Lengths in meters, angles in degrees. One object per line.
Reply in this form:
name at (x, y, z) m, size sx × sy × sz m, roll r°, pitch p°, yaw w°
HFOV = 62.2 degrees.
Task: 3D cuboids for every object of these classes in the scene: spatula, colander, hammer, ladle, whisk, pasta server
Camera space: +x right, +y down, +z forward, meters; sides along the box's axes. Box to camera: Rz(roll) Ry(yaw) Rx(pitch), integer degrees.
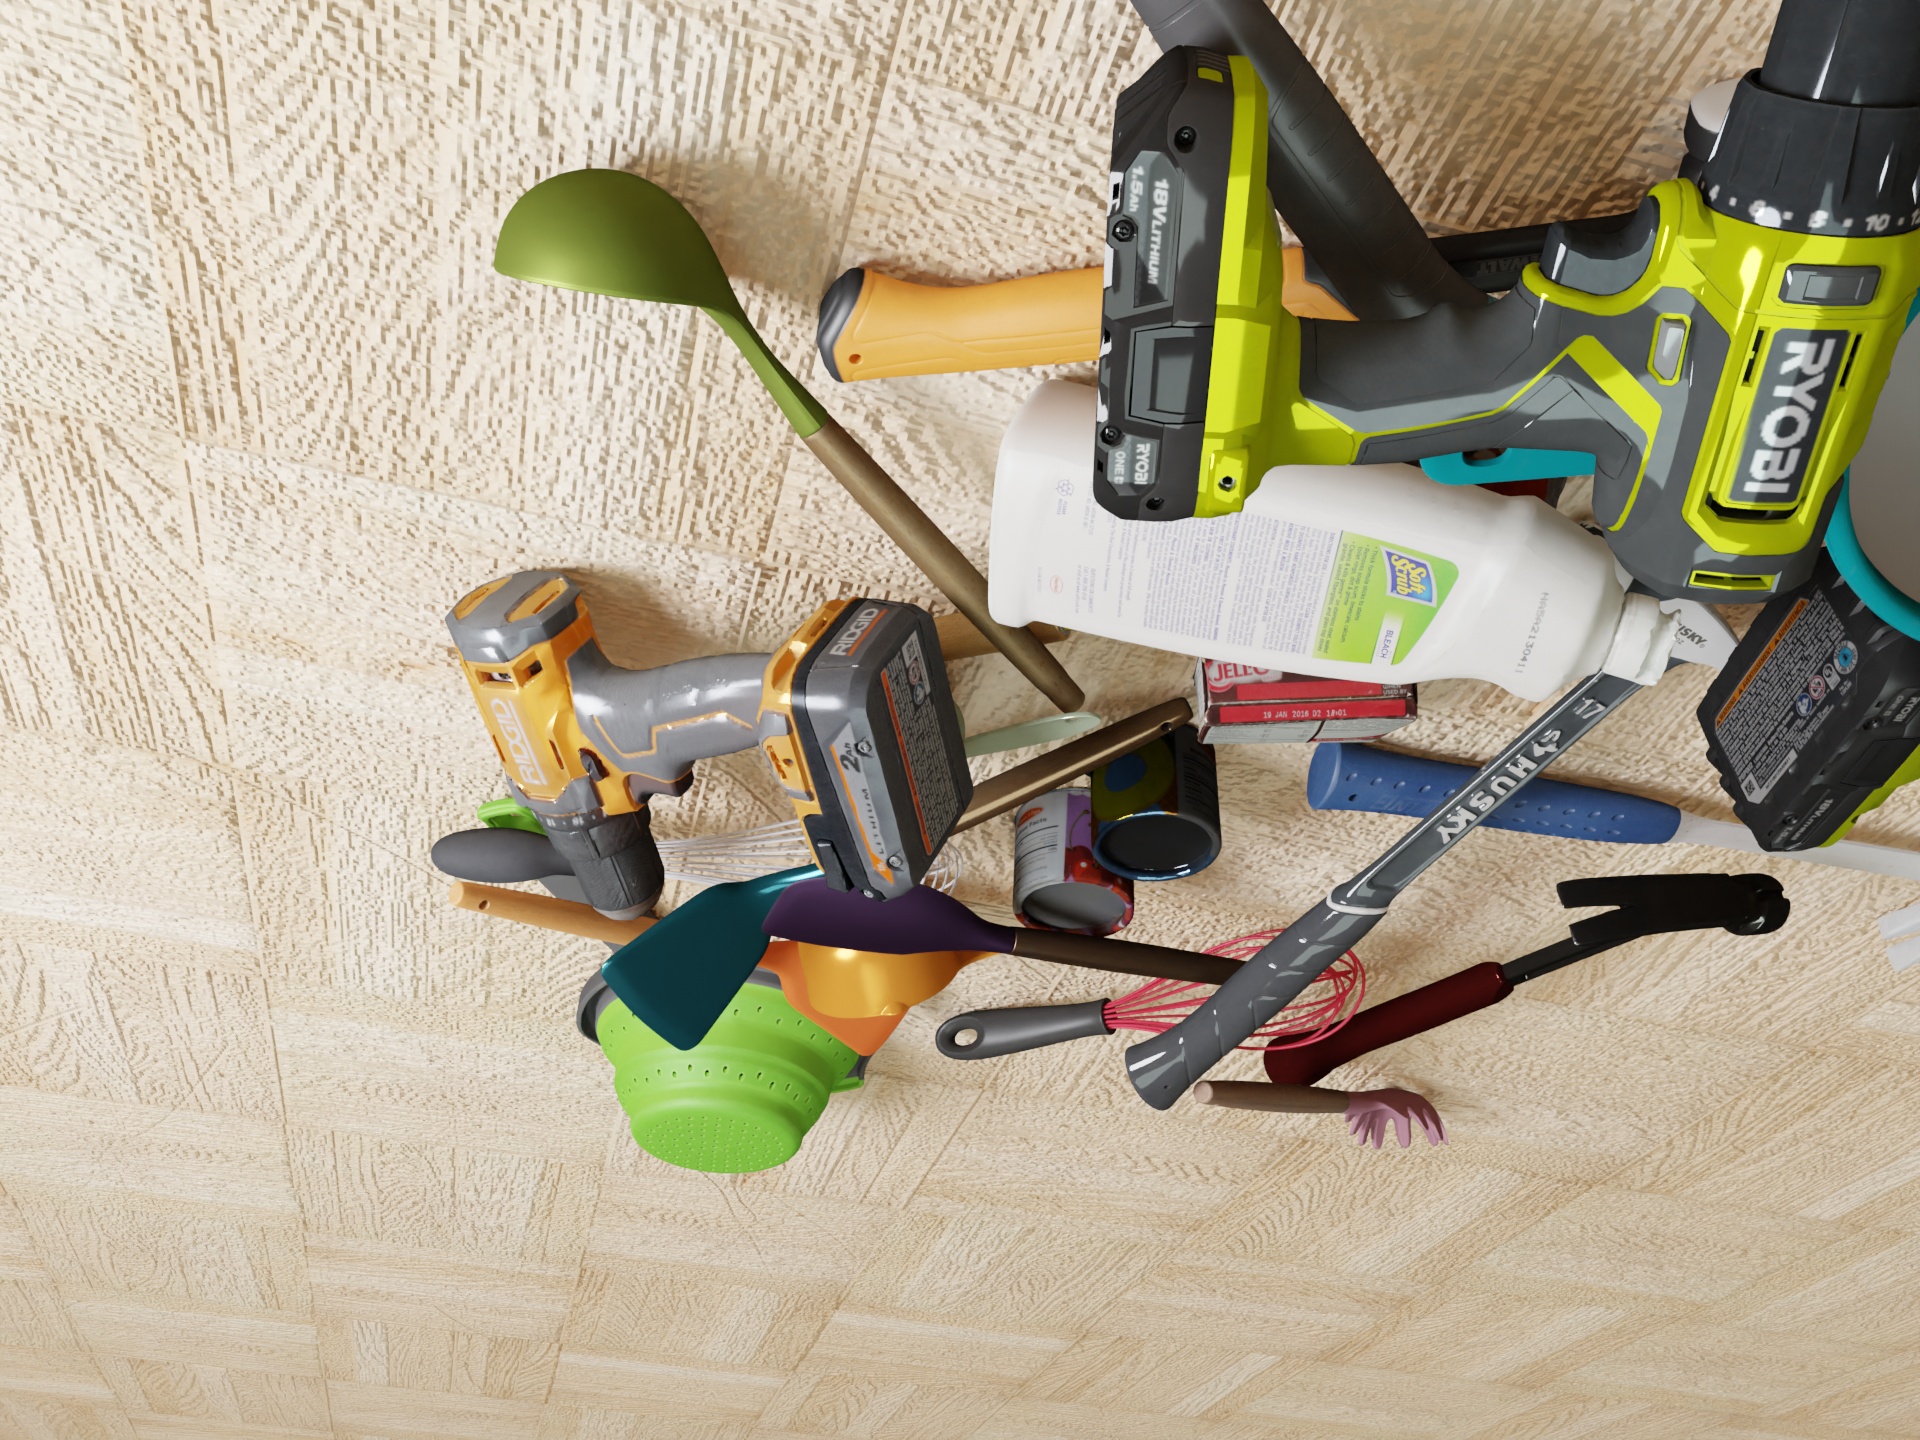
spatula at (-0.145, 0.132, 0.902) m, size 0.322 × 0.041 × 0.081 m, roll 23°, pitch 103°, yaw -47°
colander at (-0.184, 0.188, 0.986) m, size 0.204 × 0.095 × 0.396 m, roll -11°, pitch 140°, yaw 17°
spatula at (0.048, 0.117, 0.837) m, size 0.315 × 0.018 × 0.059 m, roll 13°, pitch 131°, yaw -27°
hammer at (0.279, 0.158, 0.911) m, size 0.149 × 0.037 × 0.359 m, roll 0°, pitch 156°, yaw -27°
ladle at (-0.050, -0.090, 0.628) m, size 0.062 × 0.078 × 0.319 m, roll -47°, pitch 125°, yaw -3°
hammer at (0.218, 0.080, 0.802) m, size 0.149 × 0.036 × 0.408 m, roll 26°, pitch 125°, yaw -20°
hammer at (0.379, 0.061, 0.837) m, size 0.405 × 0.035 × 0.144 m, roll 9°, pitch 141°, yaw -8°
whisk at (0.110, 0.182, 0.994) m, size 0.296 × 0.073 × 0.073 m, roll -15°, pitch 139°, yaw 29°
spatula at (-0.026, 0.068, 0.796) m, size 0.317 × 0.044 × 0.082 m, roll -26°, pitch 129°, yaw 9°
hammer at (0.114, -0.152, 0.584) m, size 0.337 × 0.034 × 0.127 m, roll -4°, pitch 140°, yaw 9°
whisk at (-0.140, 0.074, 0.854) m, size 0.284 × 0.070 × 0.070 m, roll 2°, pitch 142°, yaw -3°
pasta server at (0.233, 0.252, 1.023) m, size 0.060 × 0.040 × 0.316 m, roll -15°, pitch 159°, yaw 35°
whisk at (0.066, -0.047, 0.707) m, size 0.245 × 0.051 × 0.047 m, roll -9°, pitch 98°, yaw 23°
hammer at (0.068, -0.217, 0.472) m, size 0.128 × 0.033 × 0.330 m, roll -26°, pitch 125°, yaw 34°

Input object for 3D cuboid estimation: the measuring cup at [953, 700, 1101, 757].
measuring cup at (-0.001, -0.002, 0.747) m, size 0.167 × 0.038 × 0.083 m, roll -12°, pitch 154°, yaw 40°

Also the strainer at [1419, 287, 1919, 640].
strainer at (0.326, -0.125, 0.549) m, size 0.340 × 0.095 × 0.210 m, roll -3°, pitch 130°, yaw 7°

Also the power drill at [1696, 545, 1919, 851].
power drill at (0.442, 0.000, 0.666) m, size 0.223 × 0.080 × 0.171 m, roll 2°, pitch 138°, yaw -8°

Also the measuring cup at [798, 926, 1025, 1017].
measuring cup at (-0.009, 0.115, 0.911) m, size 0.173 × 0.095 × 0.052 m, roll -16°, pitch 105°, yaw -7°

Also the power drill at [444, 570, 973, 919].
power drill at (-0.112, 0.025, 0.725) m, size 0.226 × 0.084 × 0.185 m, roll 4°, pitch 126°, yaw 25°

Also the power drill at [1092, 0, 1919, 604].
power drill at (0.156, -0.133, 0.460) m, size 0.228 × 0.080 × 0.190 m, roll 3°, pitch 124°, yaw 5°
